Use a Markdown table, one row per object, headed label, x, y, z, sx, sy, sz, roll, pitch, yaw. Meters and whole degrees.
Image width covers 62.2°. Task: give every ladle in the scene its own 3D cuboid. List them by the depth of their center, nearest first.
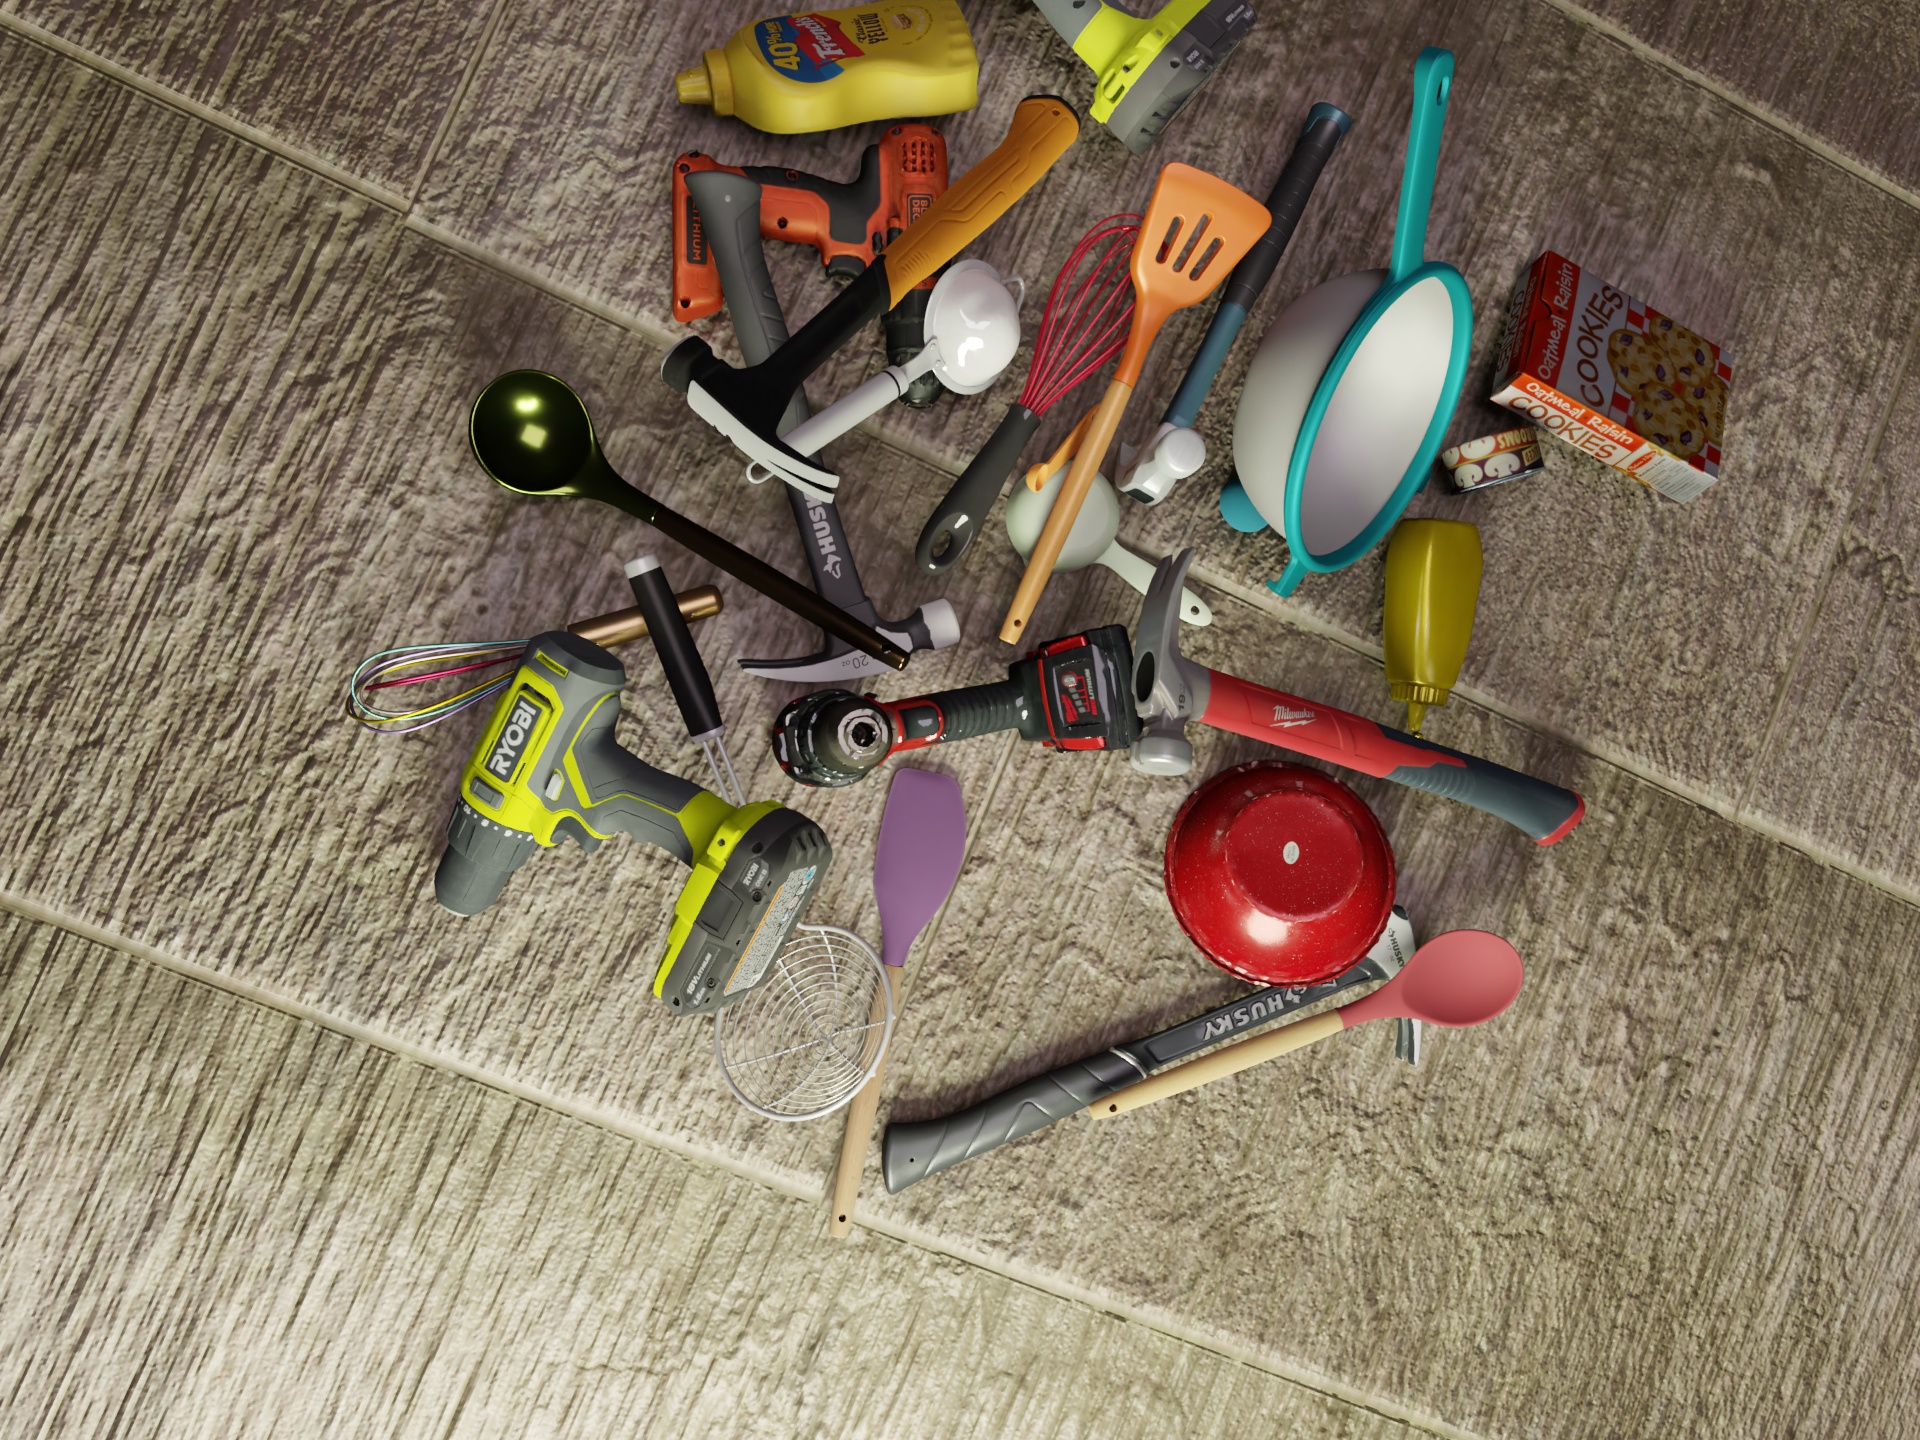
| label | x | y | z | sx | sy | sz | roll | pitch | yaw |
| --- | --- | --- | --- | --- | --- | --- | --- | --- | --- |
| ladle | -0.168 | -0.119 | 0.988 | 0.320 | 0.062 | 0.078 | 31 | 78 | 10 |
| ladle | 0.235 | 0.214 | 1.085 | 0.315 | 0.031 | 0.069 | -18 | 95 | -8 |

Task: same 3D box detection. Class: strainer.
| label | x | y | z | sx | sy | sz | roll | pitch | yaw |
| --- | --- | --- | --- | --- | --- | --- | --- | --- | --- |
| strainer | -0.035 | -0.218 | 1.011 | 0.258 | 0.050 | 0.086 | -38 | 128 | -24 |
| strainer | 0.244 | -0.260 | 1.016 | 0.211 | 0.095 | 0.340 | -36 | 141 | -33 |

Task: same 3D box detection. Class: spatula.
| label | x | y | z | sx | sy | sz | roll | pitch | yaw |
| --- | --- | --- | --- | --- | --- | --- | --- | --- | --- |
| spatula | 0.098 | -0.198 | 1.038 | 0.081 | 0.041 | 0.322 | 22 | 96 | -16 |
| spatula | -0.049 | 0.190 | 1.071 | 0.059 | 0.018 | 0.316 | 13 | 86 | -9 |

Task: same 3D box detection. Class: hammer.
| label | x | y | z | sx | sy | sz | roll | pitch | yaw |
| --- | --- | --- | --- | --- | --- | --- | --- | --- | --- |
| hammer | -0.028 | -0.281 | 0.992 | 0.127 | 0.034 | 0.337 | 40 | 67 | 4 |
| hammer | -0.113 | -0.183 | 1.020 | 0.146 | 0.035 | 0.334 | -19 | 106 | -10 |
| hammer | 0.279 | 0.004 | 1.070 | 0.386 | 0.038 | 0.143 | 16 | 73 | -28 |
| hammer | 0.190 | -0.288 | 1.082 | 0.033 | 0.128 | 0.331 | 30 | 75 | -9 |
| hammer | 0.135 | 0.233 | 1.098 | 0.409 | 0.036 | 0.149 | -21 | 94 | -10 |

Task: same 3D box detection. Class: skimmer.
| label | x | y | z | sx | sy | sz | roll | pitch | yaw |
| --- | --- | --- | --- | --- | --- | --- | --- | --- | --- |
| skimmer | -0.146 | 0.071 | 1.005 | 0.127 | 0.090 | 0.363 | -19 | 98 | 14 |

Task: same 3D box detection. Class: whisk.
| label | x | y | z | sx | sy | sz | roll | pitch | yaw |
| --- | --- | --- | --- | --- | --- | --- | --- | --- | --- |
| whisk | -0.272 | -0.048 | 1.023 | 0.245 | 0.047 | 0.051 | -18 | 105 | -15 |
| whisk | 0.054 | -0.219 | 1.060 | 0.073 | 0.073 | 0.296 | 34 | 78 | -9 |

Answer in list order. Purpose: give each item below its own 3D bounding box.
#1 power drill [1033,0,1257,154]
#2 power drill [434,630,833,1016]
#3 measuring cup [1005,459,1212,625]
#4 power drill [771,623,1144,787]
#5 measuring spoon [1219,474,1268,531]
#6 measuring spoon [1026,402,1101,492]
| label | x | y | z | sx | sy | sz | roll | pitch | yaw |
| --- | --- | --- | --- | --- | --- | --- | --- | --- | --- |
| power drill | 0.081 | -0.502 | 1.060 | 0.223 | 0.080 | 0.171 | 41 | 56 | -6 |
| power drill | -0.211 | 0.079 | 0.973 | 0.228 | 0.080 | 0.190 | 32 | 101 | 16 |
| measuring cup | 0.109 | -0.116 | 1.092 | 0.167 | 0.038 | 0.083 | 34 | 84 | -6 |
| power drill | -0.002 | -0.003 | 1.000 | 0.226 | 0.188 | 0.080 | -10 | 91 | -15 |
| measuring spoon | 0.221 | -0.195 | 1.123 | 0.042 | 0.021 | 0.128 | 21 | 87 | -10 |
| measuring spoon | 0.070 | -0.186 | 1.070 | 0.011 | 0.021 | 0.117 | 21 | 43 | 17 |
